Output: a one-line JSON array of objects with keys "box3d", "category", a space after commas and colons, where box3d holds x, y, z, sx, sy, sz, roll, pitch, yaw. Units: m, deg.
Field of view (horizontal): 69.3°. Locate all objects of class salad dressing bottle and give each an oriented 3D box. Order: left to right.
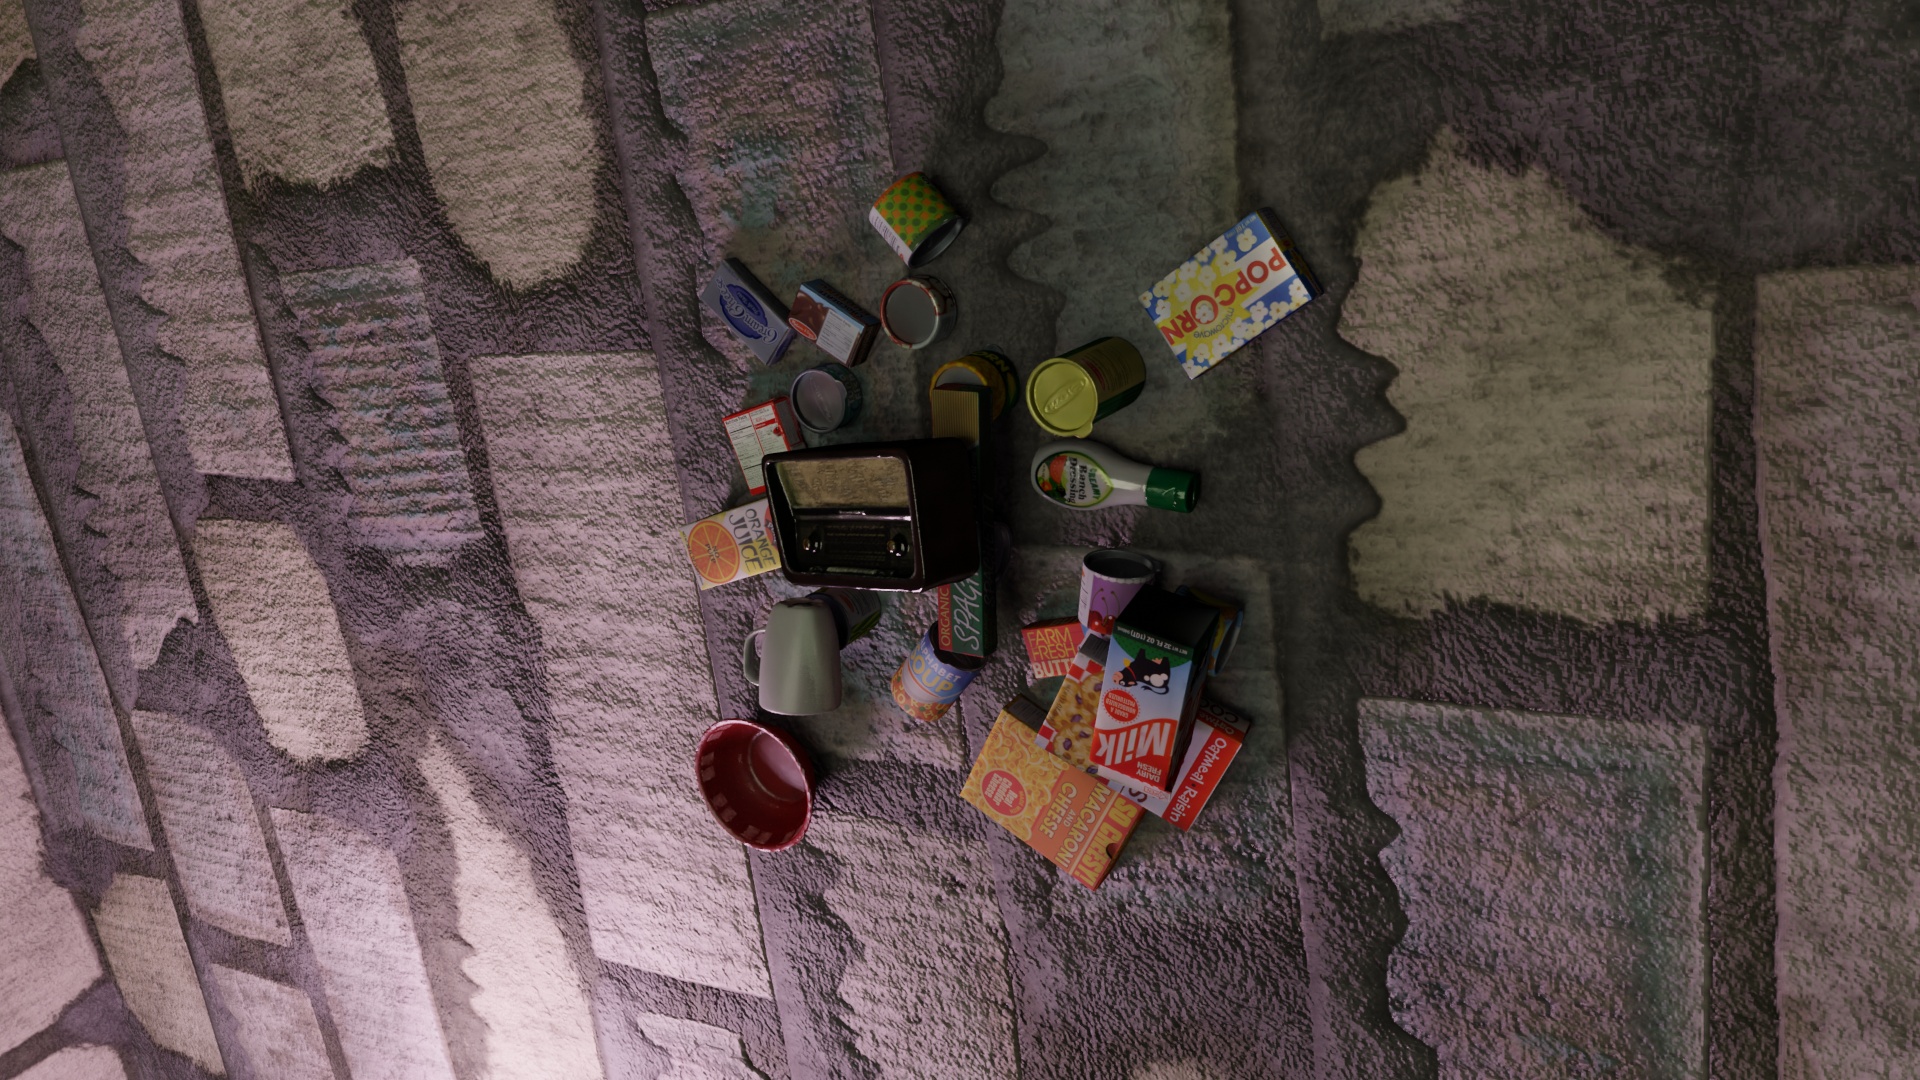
[{"box3d": [0.137, -0.054, 1.234, 0.148, 0.044, 0.064, 11, 113, 27], "category": "salad dressing bottle"}]

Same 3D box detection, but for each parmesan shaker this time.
[{"box3d": [0.110, -0.130, 1.187, 0.071, 0.103, 0.071, 11, 112, 28], "category": "parmesan shaker"}]

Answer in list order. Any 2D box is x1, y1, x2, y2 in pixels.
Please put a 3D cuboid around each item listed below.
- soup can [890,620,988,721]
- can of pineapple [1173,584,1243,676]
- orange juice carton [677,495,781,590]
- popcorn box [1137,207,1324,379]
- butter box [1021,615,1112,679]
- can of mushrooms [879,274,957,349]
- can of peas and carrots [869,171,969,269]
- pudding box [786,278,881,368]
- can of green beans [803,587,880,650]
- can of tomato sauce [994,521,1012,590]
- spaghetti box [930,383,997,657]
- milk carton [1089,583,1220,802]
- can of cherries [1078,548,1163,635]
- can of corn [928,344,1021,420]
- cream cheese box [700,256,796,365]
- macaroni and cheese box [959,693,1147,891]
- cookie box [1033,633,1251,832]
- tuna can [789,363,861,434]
[{"box3d": [-0.024, 0.130, 1.378, 0.071, 0.071, 0.083, 43, 124, 11], "category": "soup can"}, {"box3d": [0.209, 0.079, 1.222, 0.058, 0.071, 0.070, 22, 117, 22], "category": "can of pineapple"}, {"box3d": [-0.191, -0.011, 1.428, 0.192, 0.073, 0.071, -16, 97, 33], "category": "orange juice carton"}, {"box3d": [0.220, -0.201, 1.135, 0.126, 0.038, 0.085, -34, 89, 35], "category": "popcorn box"}, {"box3d": [0.111, 0.099, 1.315, 0.103, 0.024, 0.053, -10, 102, 33], "category": "butter box"}, {"box3d": [-0.041, -0.214, 1.291, 0.071, 0.033, 0.070, 11, 113, 28], "category": "can of mushrooms"}, {"box3d": [-0.037, -0.288, 1.244, 0.059, 0.071, 0.070, 50, 124, 7], "category": "can of peas and carrots"}, {"box3d": [-0.123, -0.211, 1.343, 0.084, 0.030, 0.049, 35, 123, 16], "category": "pudding box"}, {"box3d": [-0.124, 0.075, 1.427, 0.071, 0.058, 0.071, 11, 112, 27], "category": "can of green beans"}, {"box3d": [-0.002, 0.009, 1.327, 0.083, 0.071, 0.071, 12, 113, 28], "category": "can of tomato sauce"}, {"box3d": [0.004, -0.016, 1.255, 0.050, 0.029, 0.249, 7, 107, 29], "category": "spaghetti box"}, {"box3d": [0.163, 0.141, 1.193, 0.072, 0.074, 0.189, 19, 123, 20], "category": "milk carton"}, {"box3d": [0.144, 0.047, 1.252, 0.071, 0.072, 0.058, 15, 115, 26], "category": "can of cherries"}, {"box3d": [0.013, -0.139, 1.269, 0.071, 0.058, 0.071, 11, 112, 27], "category": "can of corn"}, {"box3d": [-0.210, -0.230, 1.391, 0.104, 0.024, 0.053, 45, 124, 10], "category": "cream cheese box"}, {"box3d": [0.094, 0.249, 1.369, 0.167, 0.040, 0.123, 34, 122, 17], "category": "macaroni and cheese box"}, {"box3d": [0.167, 0.178, 1.284, 0.167, 0.040, 0.122, 29, 125, 10], "category": "cookie box"}, {"box3d": [-0.131, -0.141, 1.370, 0.071, 0.033, 0.070, 11, 112, 28], "category": "tuna can"}]
